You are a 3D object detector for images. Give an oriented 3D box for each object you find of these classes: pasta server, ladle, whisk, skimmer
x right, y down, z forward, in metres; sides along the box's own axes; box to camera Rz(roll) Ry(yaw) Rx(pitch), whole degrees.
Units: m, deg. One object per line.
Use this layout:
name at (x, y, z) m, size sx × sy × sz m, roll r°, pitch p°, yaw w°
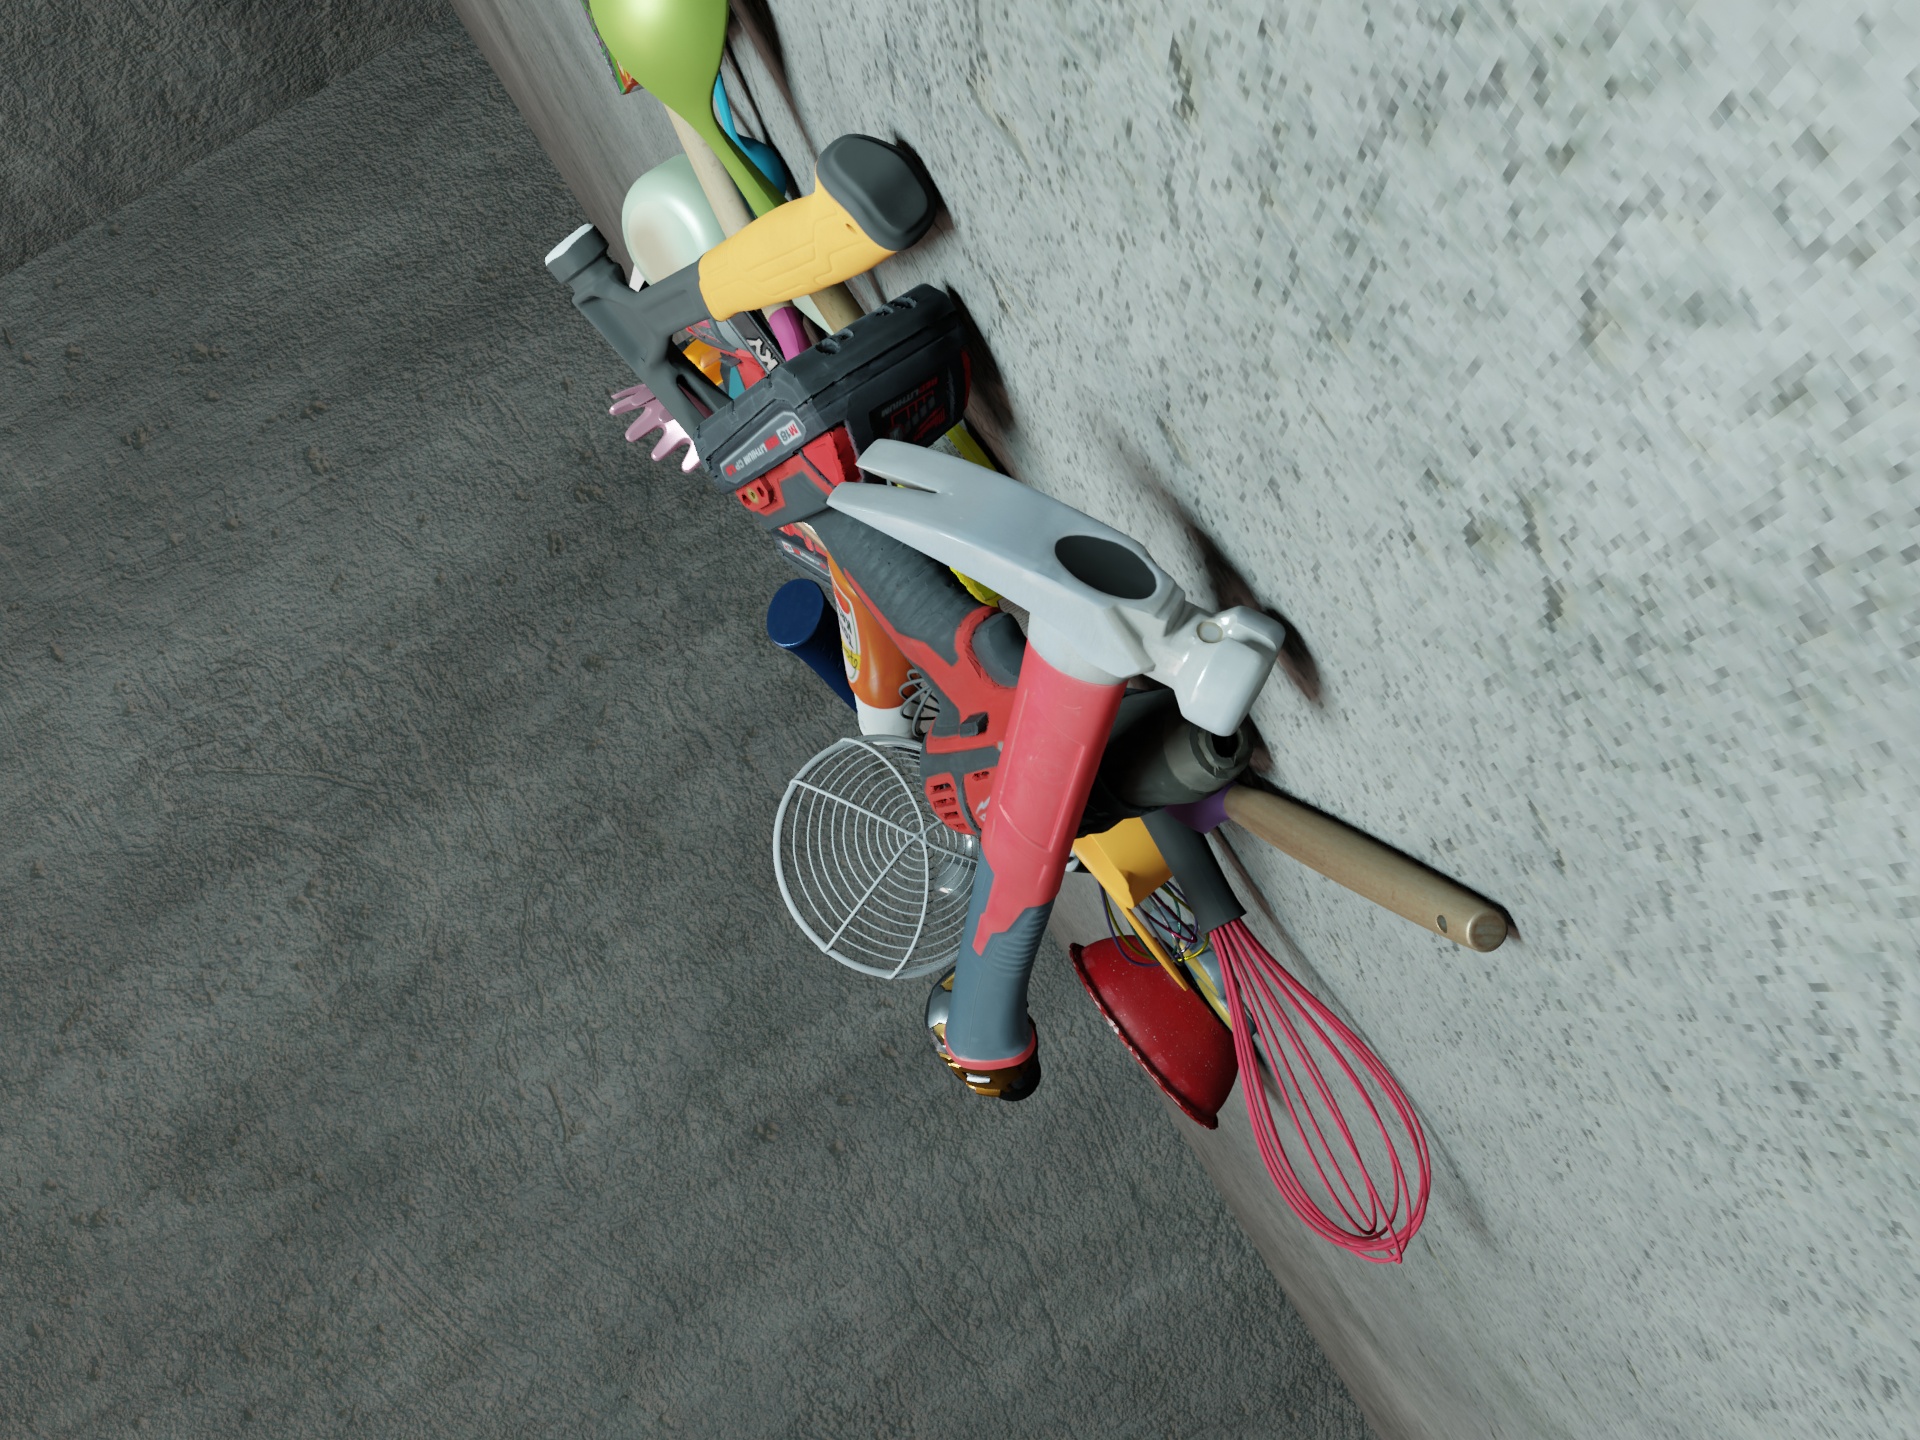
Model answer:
pasta server at (-0.083, -0.104, 0.985) m, size 0.316 × 0.040 × 0.060 m, roll 41°, pitch 160°, yaw -2°
ladle at (-0.062, -0.217, 0.712) m, size 0.078 × 0.062 × 0.319 m, roll 44°, pitch 175°, yaw 43°
whisk at (0.000, -0.003, 0.887) m, size 0.055 × 0.055 × 0.239 m, roll 57°, pitch 179°, yaw 8°
whisk at (0.089, 0.076, 0.927) m, size 0.047 × 0.051 × 0.244 m, roll 11°, pitch 149°, yaw 39°
skimmer at (0.016, 0.082, 0.931) m, size 0.363 × 0.090 × 0.127 m, roll 17°, pitch -122°, yaw -67°
whisk at (0.133, 0.112, 0.741) m, size 0.296 × 0.073 × 0.073 m, roll 63°, pitch 177°, yaw 13°

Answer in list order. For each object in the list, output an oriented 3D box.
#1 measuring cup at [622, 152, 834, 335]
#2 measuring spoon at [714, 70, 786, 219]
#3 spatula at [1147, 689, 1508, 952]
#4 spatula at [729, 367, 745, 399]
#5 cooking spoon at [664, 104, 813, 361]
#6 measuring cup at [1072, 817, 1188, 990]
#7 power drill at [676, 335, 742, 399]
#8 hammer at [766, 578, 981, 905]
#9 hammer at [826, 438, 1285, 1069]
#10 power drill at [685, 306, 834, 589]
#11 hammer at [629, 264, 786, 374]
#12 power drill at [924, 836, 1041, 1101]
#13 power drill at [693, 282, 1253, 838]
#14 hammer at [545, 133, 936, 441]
measuring cup at (-0.110, -0.229, 0.831) m, size 0.168 × 0.038 × 0.083 m, roll 38°, pitch 142°, yaw 13°
measuring spoon at (-0.105, -0.297, 0.752) m, size 0.128 × 0.021 × 0.042 m, roll 76°, pitch 169°, yaw -48°
spatula at (0.113, 0.033, 0.586) m, size 0.316 × 0.018 × 0.059 m, roll -142°, pitch 41°, yaw -76°
spatula at (-0.072, -0.162, 1.157) m, size 0.318 × 0.044 × 0.082 m, roll 54°, pitch 147°, yaw 25°
cooking spoon at (-0.097, -0.220, 0.779) m, size 0.319 × 0.017 × 0.068 m, roll 64°, pitch 164°, yaw 13°
measuring cup at (0.101, 0.077, 0.847) m, size 0.173 × 0.052 × 0.095 m, roll 55°, pitch 173°, yaw -33°
power drill at (-0.177, -0.275, 1.342) m, size 0.164 × 0.084 × 0.227 m, roll 60°, pitch 171°, yaw -30°
hammer at (-0.033, 0.005, 1.067) m, size 0.035 × 0.144 × 0.405 m, roll 15°, pitch 164°, yaw 22°
hammer at (0.011, 0.048, 0.628) m, size 0.143 × 0.038 × 0.386 m, roll 28°, pitch 150°, yaw 11°
power drill at (-0.105, -0.197, 1.025) m, size 0.143 × 0.078 × 0.219 m, roll 32°, pitch 152°, yaw 55°
hammer at (-0.052, -0.128, 0.932) m, size 0.409 × 0.036 × 0.149 m, roll 53°, pitch 143°, yaw -8°
power drill at (0.038, 0.153, 1.124) m, size 0.185 × 0.084 × 0.226 m, roll 64°, pitch -146°, yaw -60°
power drill at (0.007, -0.051, 0.630) m, size 0.226 × 0.080 × 0.188 m, roll 58°, pitch 152°, yaw -11°
hammer at (-0.092, -0.184, 0.686) m, size 0.127 × 0.034 × 0.337 m, roll 50°, pitch 163°, yaw -21°
